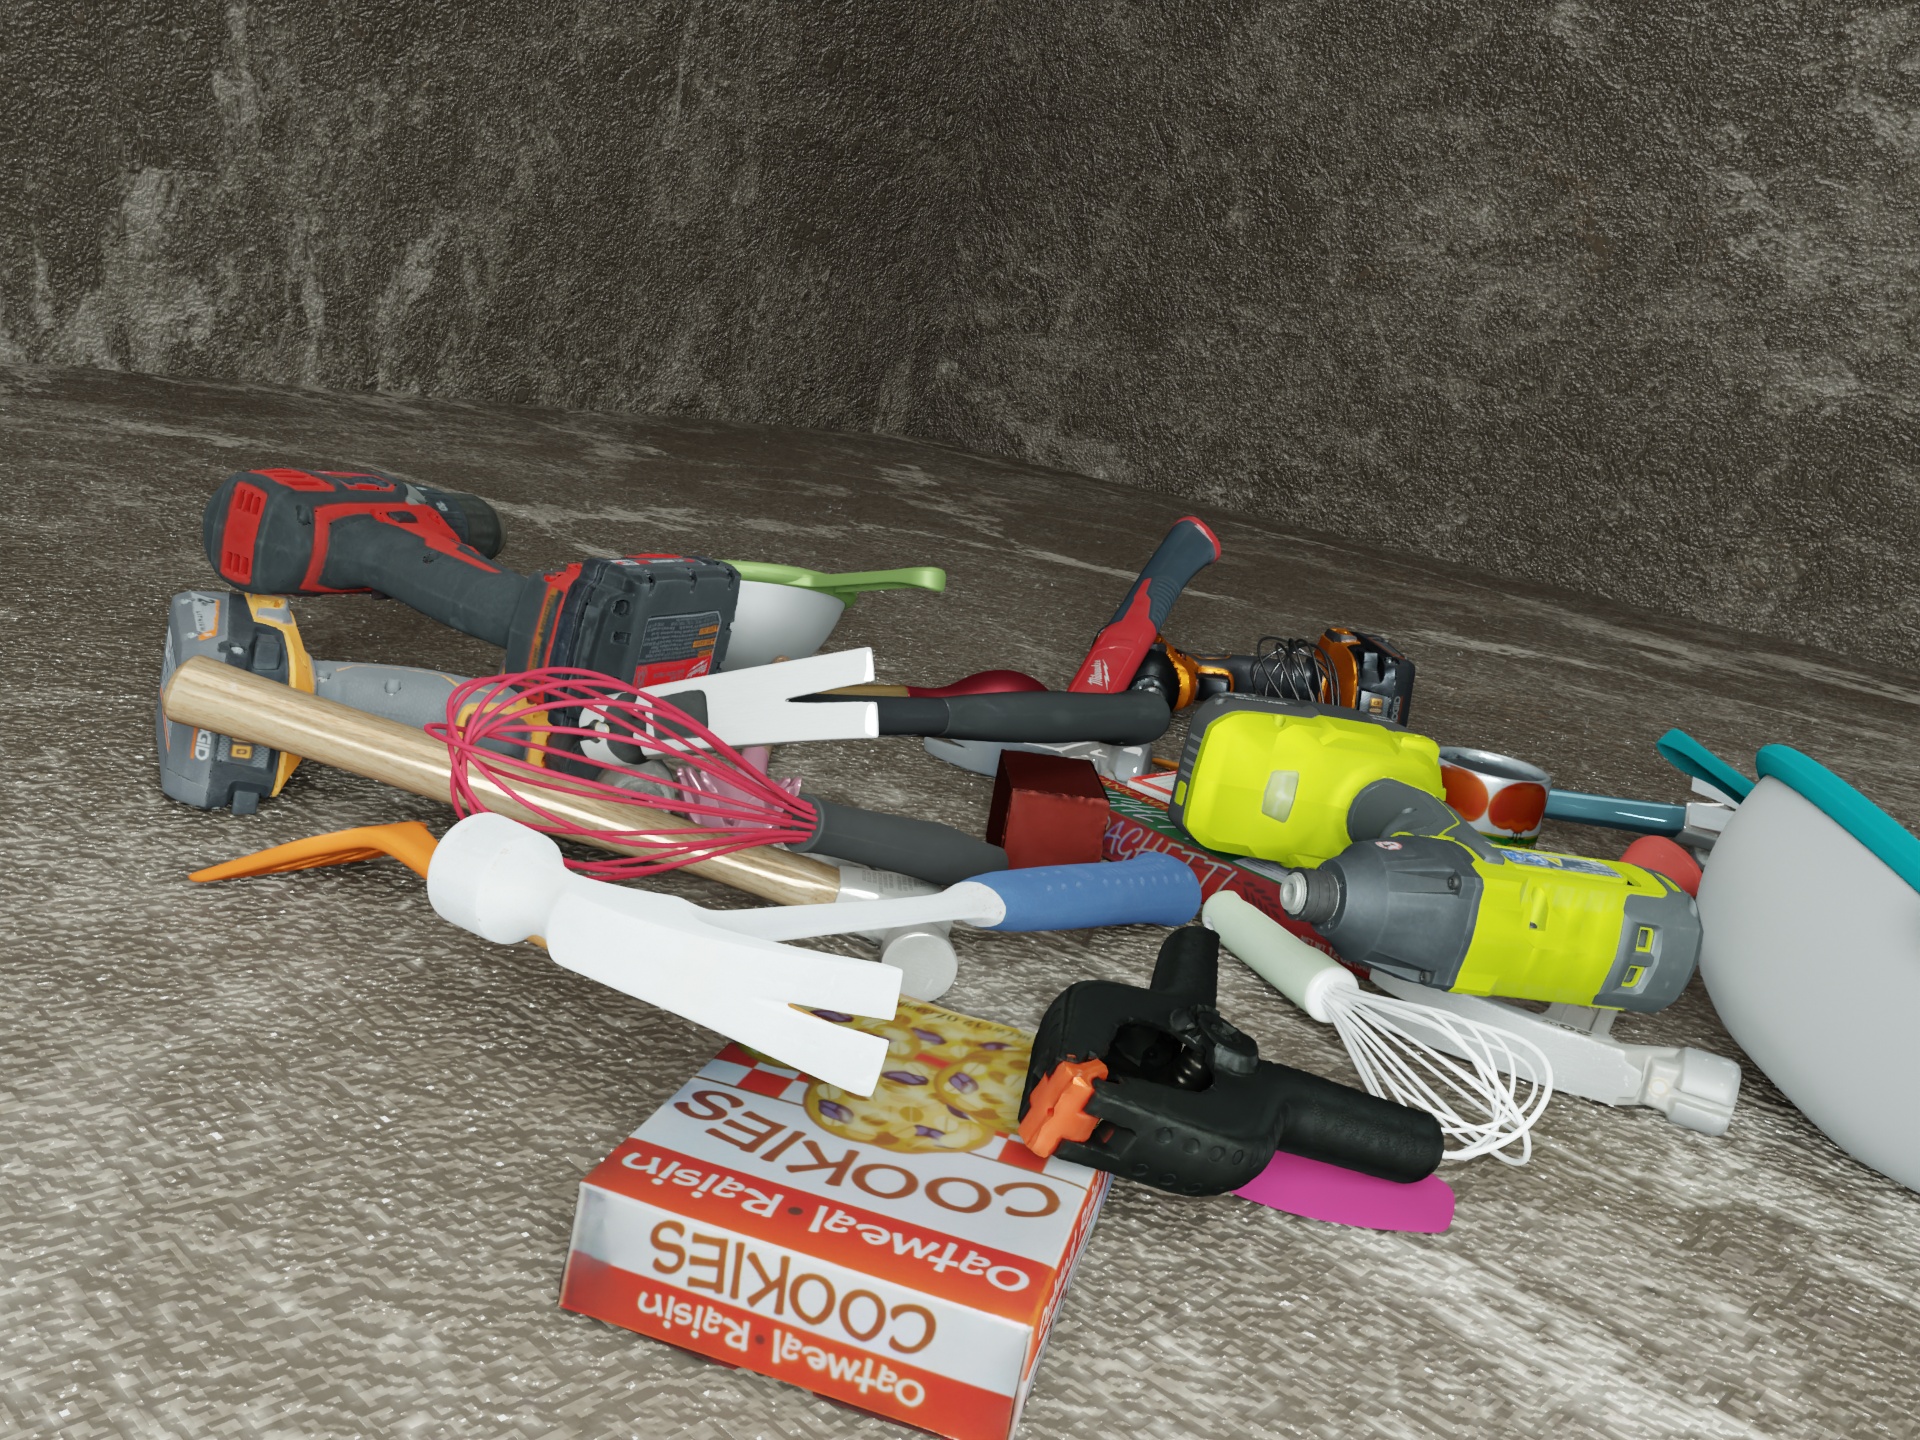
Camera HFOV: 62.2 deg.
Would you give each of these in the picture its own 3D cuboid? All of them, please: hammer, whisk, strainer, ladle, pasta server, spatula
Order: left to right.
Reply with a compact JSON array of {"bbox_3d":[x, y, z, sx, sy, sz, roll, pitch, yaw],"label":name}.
[{"bbox_3d":[-0.159,0.075,0.564,0.323,0.041,0.081,15,12,37],"label":"spatula"},{"bbox_3d":[-0.162,0.037,0.671,0.331,0.031,0.130,19,10,-9],"label":"hammer"},{"bbox_3d":[-0.112,0.005,0.894,0.060,0.040,0.316,6,18,-3],"label":"pasta server"},{"bbox_3d":[-0.074,0.037,0.608,0.073,0.073,0.295,22,2,40],"label":"whisk"},{"bbox_3d":[-0.109,-0.064,1.060,0.256,0.069,0.151,0,-6,42],"label":"strainer"},{"bbox_3d":[-0.062,-0.016,1.073,0.315,0.031,0.069,-2,19,-34],"label":"ladle"},{"bbox_3d":[-0.001,-0.002,0.755,0.146,0.035,0.334,-8,-6,40],"label":"hammer"},{"bbox_3d":[0.005,0.072,0.593,0.144,0.035,0.405,18,5,29],"label":"hammer"},{"bbox_3d":[0.103,-0.062,1.119,0.143,0.038,0.386,12,31,16],"label":"hammer"},{"bbox_3d":[0.219,0.020,0.957,0.055,0.055,0.239,7,35,-10],"label":"whisk"},{"bbox_3d":[0.159,0.116,0.658,0.059,0.057,0.246,-37,19,-6],"label":"whisk"},{"bbox_3d":[0.333,0.047,1.007,0.331,0.033,0.128,8,-15,13],"label":"hammer"},{"bbox_3d":[0.321,0.110,0.807,0.149,0.036,0.359,16,16,26],"label":"hammer"},{"bbox_3d":[0.357,0.094,0.682,0.211,0.095,0.341,43,12,-16],"label":"strainer"}]

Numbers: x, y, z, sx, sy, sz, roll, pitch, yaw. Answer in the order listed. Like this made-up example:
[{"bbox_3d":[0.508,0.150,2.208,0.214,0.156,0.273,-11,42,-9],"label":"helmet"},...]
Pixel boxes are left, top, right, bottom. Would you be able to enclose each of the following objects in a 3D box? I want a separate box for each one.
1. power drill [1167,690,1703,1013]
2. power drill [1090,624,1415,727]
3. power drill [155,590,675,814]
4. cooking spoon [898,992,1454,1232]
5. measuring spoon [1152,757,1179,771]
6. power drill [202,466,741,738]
[{"bbox_3d":[0.185,0.055,0.704,0.171,0.080,0.223,9,13,-16],"label":"power drill"},{"bbox_3d":[0.214,-0.025,1.187,0.226,0.084,0.164,5,15,0],"label":"power drill"},{"bbox_3d":[-0.256,0.004,0.766,0.226,0.084,0.185,6,15,-30],"label":"power drill"},{"bbox_3d":[0.021,0.124,0.586,0.319,0.017,0.069,15,14,19],"label":"cooking spoon"},{"bbox_3d":[0.170,0.043,1.025,0.117,0.011,0.021,18,-6,41],"label":"measuring spoon"},{"bbox_3d":[-0.225,-0.069,0.787,0.227,0.080,0.188,20,12,16],"label":"power drill"}]
